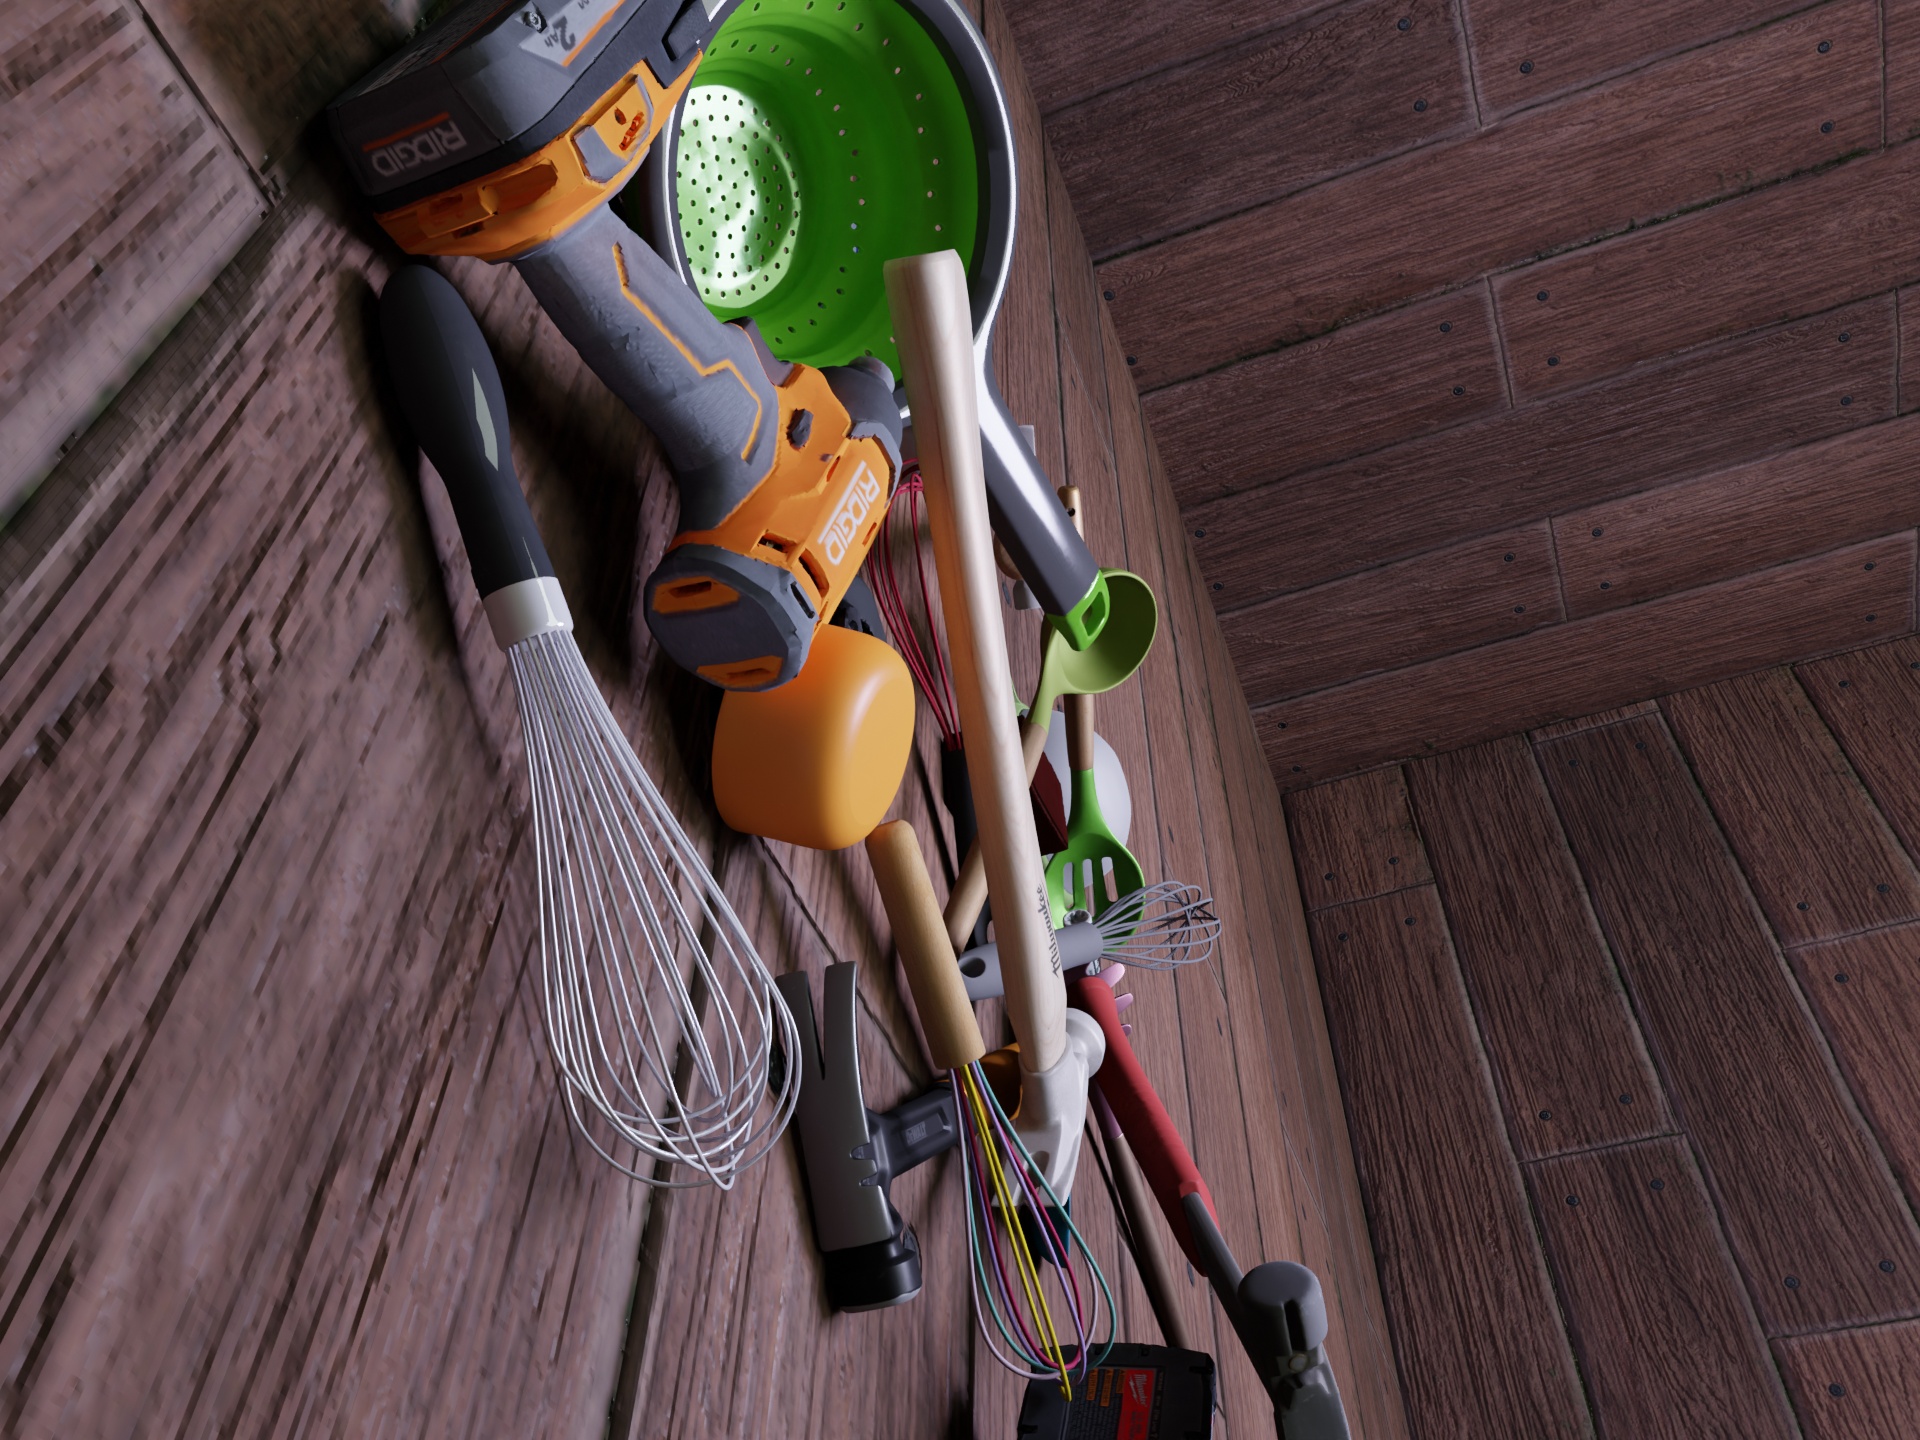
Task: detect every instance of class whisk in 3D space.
[{"bbox_3d":[-0.115,-0.001,0.460,0.070,0.070,0.284,-8,77,-76],"label":"whisk"},{"bbox_3d":[0.009,0.158,0.641,0.047,0.051,0.245,-23,96,-70],"label":"whisk"},{"bbox_3d":[-0.001,-0.003,0.888,0.073,0.073,0.296,2,77,-75],"label":"whisk"},{"bbox_3d":[0.071,0.127,0.885,0.239,0.055,0.055,-6,79,-48],"label":"whisk"}]

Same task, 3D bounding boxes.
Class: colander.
[{"bbox_3d":[-0.040,-0.175,0.739,0.204,0.095,0.396,-54,134,-20],"label":"colander"}]

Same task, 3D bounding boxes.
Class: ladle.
[{"bbox_3d":[0.044,0.023,0.852,0.320,0.062,0.078,-65,147,-47],"label":"ladle"}]

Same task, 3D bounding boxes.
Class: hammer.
[{"bbox_3d":[0.000,0.172,0.746,0.336,0.034,0.127,21,55,-73],"label":"hammer"},{"bbox_3d":[0.038,-0.122,1.001,0.331,0.031,0.130,-74,156,-80],"label":"hammer"},{"bbox_3d":[0.012,0.007,0.696,0.146,0.038,0.410,-58,140,-69],"label":"hammer"},{"bbox_3d":[0.106,0.231,0.767,0.359,0.036,0.149,-121,-163,-70],"label":"hammer"}]

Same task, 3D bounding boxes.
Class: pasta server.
[{"bbox_3d":[0.112,0.287,1.039,0.040,0.060,0.316,-30,111,-33],"label":"pasta server"}]

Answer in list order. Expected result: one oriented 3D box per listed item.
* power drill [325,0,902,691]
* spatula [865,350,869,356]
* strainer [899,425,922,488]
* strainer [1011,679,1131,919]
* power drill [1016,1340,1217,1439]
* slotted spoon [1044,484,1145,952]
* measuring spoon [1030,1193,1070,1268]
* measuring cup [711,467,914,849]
[{"bbox_3d":[-0.094,-0.144,0.552,0.226,0.084,0.164,60,37,-34],"label":"power drill"},{"bbox_3d":[-0.019,-0.208,1.029,0.317,0.044,0.082,20,59,-81],"label":"spatula"},{"bbox_3d":[-0.018,-0.175,0.907,0.050,0.087,0.258,-61,-178,-10],"label":"strainer"},{"bbox_3d":[0.066,0.003,1.109,0.151,0.069,0.256,-63,137,-69],"label":"strainer"},{"bbox_3d":[0.075,0.382,0.671,0.143,0.078,0.219,-60,144,-67],"label":"power drill"},{"bbox_3d":[0.078,0.005,1.012,0.031,0.070,0.313,-108,-168,-69],"label":"slotted spoon"},{"bbox_3d":[0.045,0.242,0.808,0.128,0.021,0.042,84,7,-52],"label":"measuring spoon"},{"bbox_3d":[-0.038,-0.029,0.632,0.095,0.052,0.174,68,41,-61],"label":"measuring cup"}]
